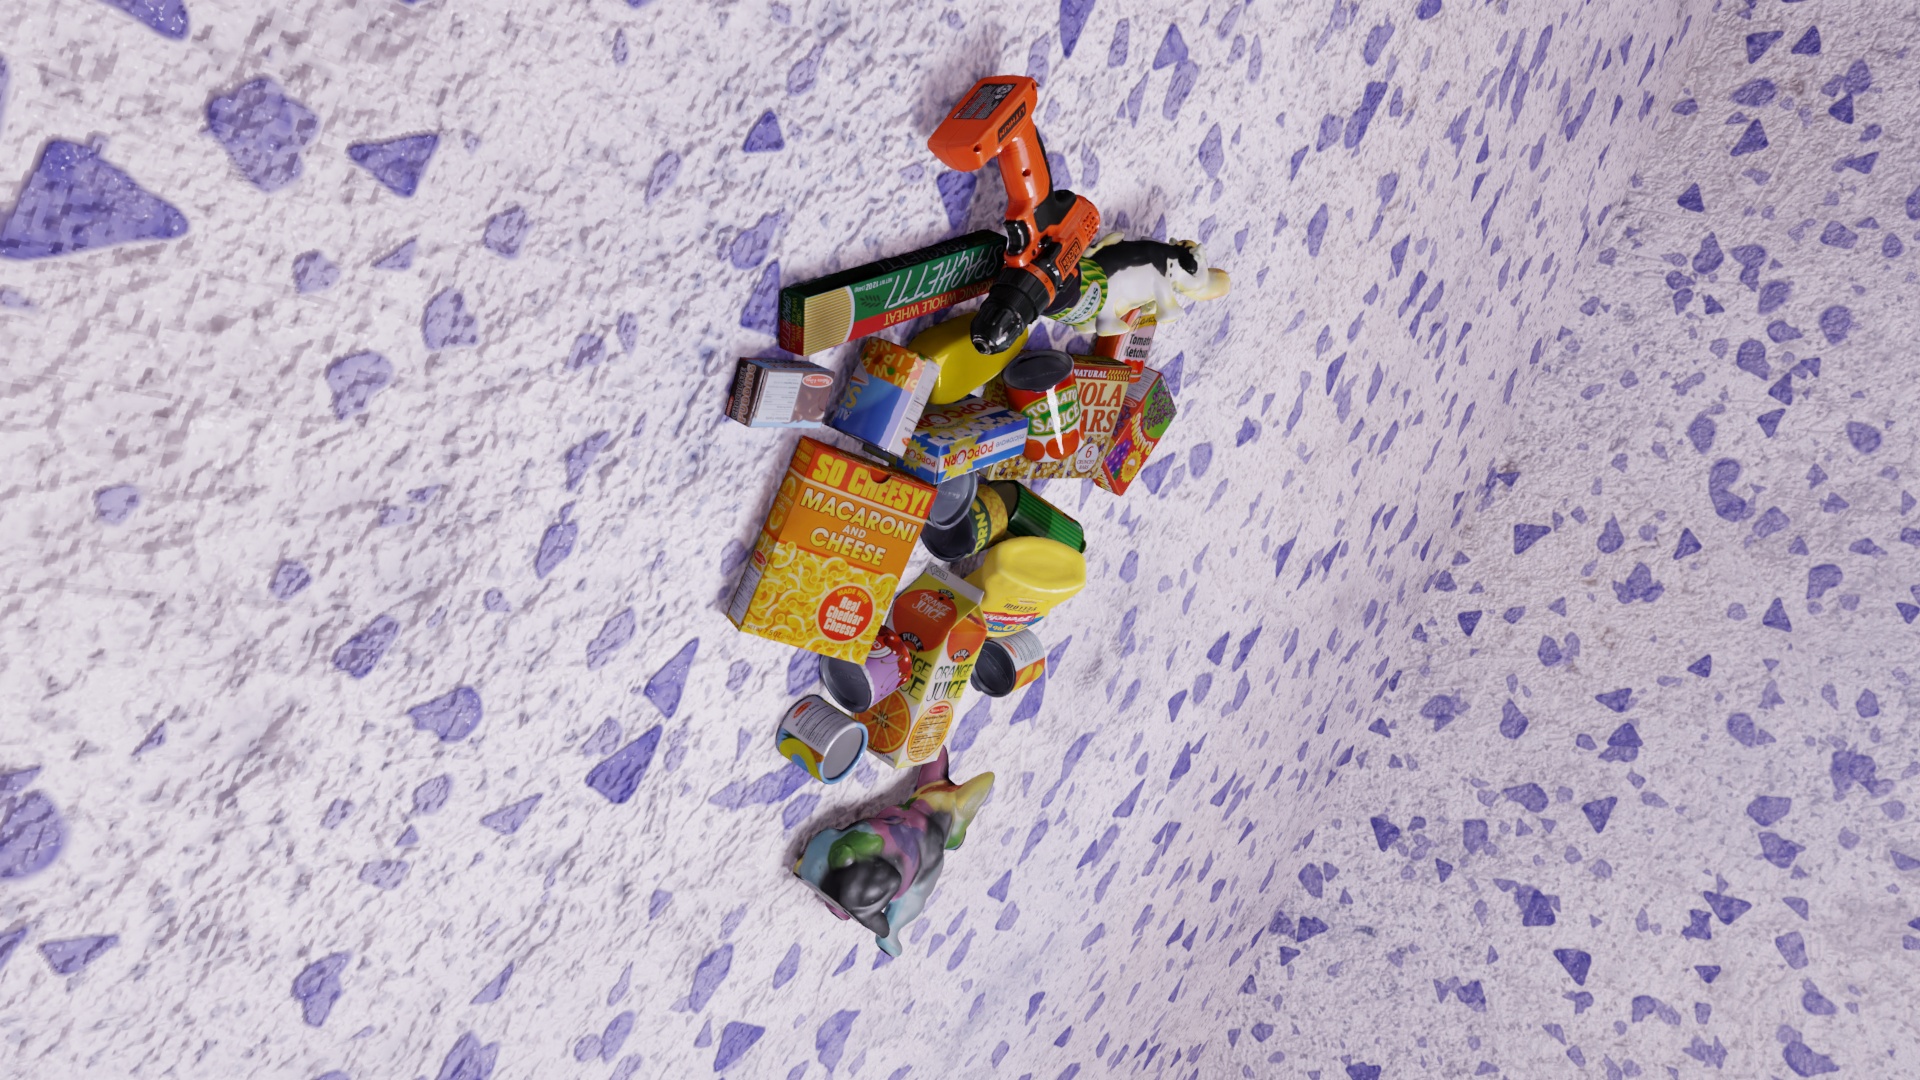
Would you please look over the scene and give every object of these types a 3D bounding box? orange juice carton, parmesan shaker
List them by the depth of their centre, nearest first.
[{"bbox_3d":[-0.037,0.122,1.372,0.073,0.072,0.192,3,111,-57],"label":"orange juice carton"},{"bbox_3d":[0.069,-0.014,1.396,0.103,0.071,0.071,32,86,-39],"label":"parmesan shaker"}]

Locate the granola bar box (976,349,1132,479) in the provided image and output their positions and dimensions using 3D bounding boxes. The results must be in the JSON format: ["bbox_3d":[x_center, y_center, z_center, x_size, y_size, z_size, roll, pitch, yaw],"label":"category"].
[{"bbox_3d":[0.089,-0.123,1.375,0.166,0.039,0.123,-3,117,-45],"label":"granola bar box"}]

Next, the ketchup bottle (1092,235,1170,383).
[{"bbox_3d":[0.181,-0.239,1.442,0.065,0.043,0.148,-2,115,-47],"label":"ketchup bottle"}]

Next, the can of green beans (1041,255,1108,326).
[{"bbox_3d":[0.097,-0.237,1.296,0.058,0.071,0.071,6,109,-58],"label":"can of green beans"}]

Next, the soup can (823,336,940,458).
[{"bbox_3d":[-0.065,-0.120,1.150,0.071,0.071,0.083,22,91,-59],"label":"soup can"}]

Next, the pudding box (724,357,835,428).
[{"bbox_3d":[-0.139,-0.114,1.078,0.084,0.030,0.049,-6,117,-54],"label":"pudding box"}]

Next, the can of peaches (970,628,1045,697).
[{"bbox_3d":[0.049,0.133,1.516,0.058,0.071,0.071,-21,130,-48],"label":"can of peaches"}]

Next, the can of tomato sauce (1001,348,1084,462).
[{"bbox_3d":[0.078,-0.123,1.277,0.071,0.071,0.082,-41,136,-31],"label":"can of tomato sauce"}]

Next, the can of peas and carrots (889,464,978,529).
[{"bbox_3d":[-0.026,-0.053,1.264,0.071,0.059,0.070,-36,140,-37],"label":"can of peas and carrots"}]

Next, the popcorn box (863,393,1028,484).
[{"bbox_3d":[-0.011,-0.094,1.229,0.127,0.085,0.038,-22,130,-47],"label":"popcorn box"}]

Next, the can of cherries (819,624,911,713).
[{"bbox_3d":[-0.088,0.117,1.298,0.059,0.071,0.071,-31,137,-41],"label":"can of cherries"}]

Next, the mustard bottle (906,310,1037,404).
[{"bbox_3d":[0.016,-0.173,1.243,0.161,0.049,0.065,-32,136,-41],"label":"mustard bottle"}]

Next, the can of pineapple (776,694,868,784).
[{"bbox_3d":[-0.128,0.188,1.301,0.071,0.058,0.070,-36,141,-37],"label":"can of pineapple"}]

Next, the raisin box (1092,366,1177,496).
[{"bbox_3d":[0.186,-0.123,1.545,0.123,0.040,0.086,-56,149,-13],"label":"raisin box"}]

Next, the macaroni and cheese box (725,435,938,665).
[{"bbox_3d":[-0.106,0.011,1.167,0.124,0.040,0.166,19,98,-32],"label":"macaroni and cheese box"}]

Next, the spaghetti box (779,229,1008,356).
[{"bbox_3d":[-0.049,-0.207,1.140,0.251,0.029,0.050,-28,134,-43],"label":"spaghetti box"}]

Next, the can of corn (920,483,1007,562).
[{"bbox_3d":[0.005,-0.017,1.327,0.058,0.071,0.070,-20,130,-49],"label":"can of corn"}]
